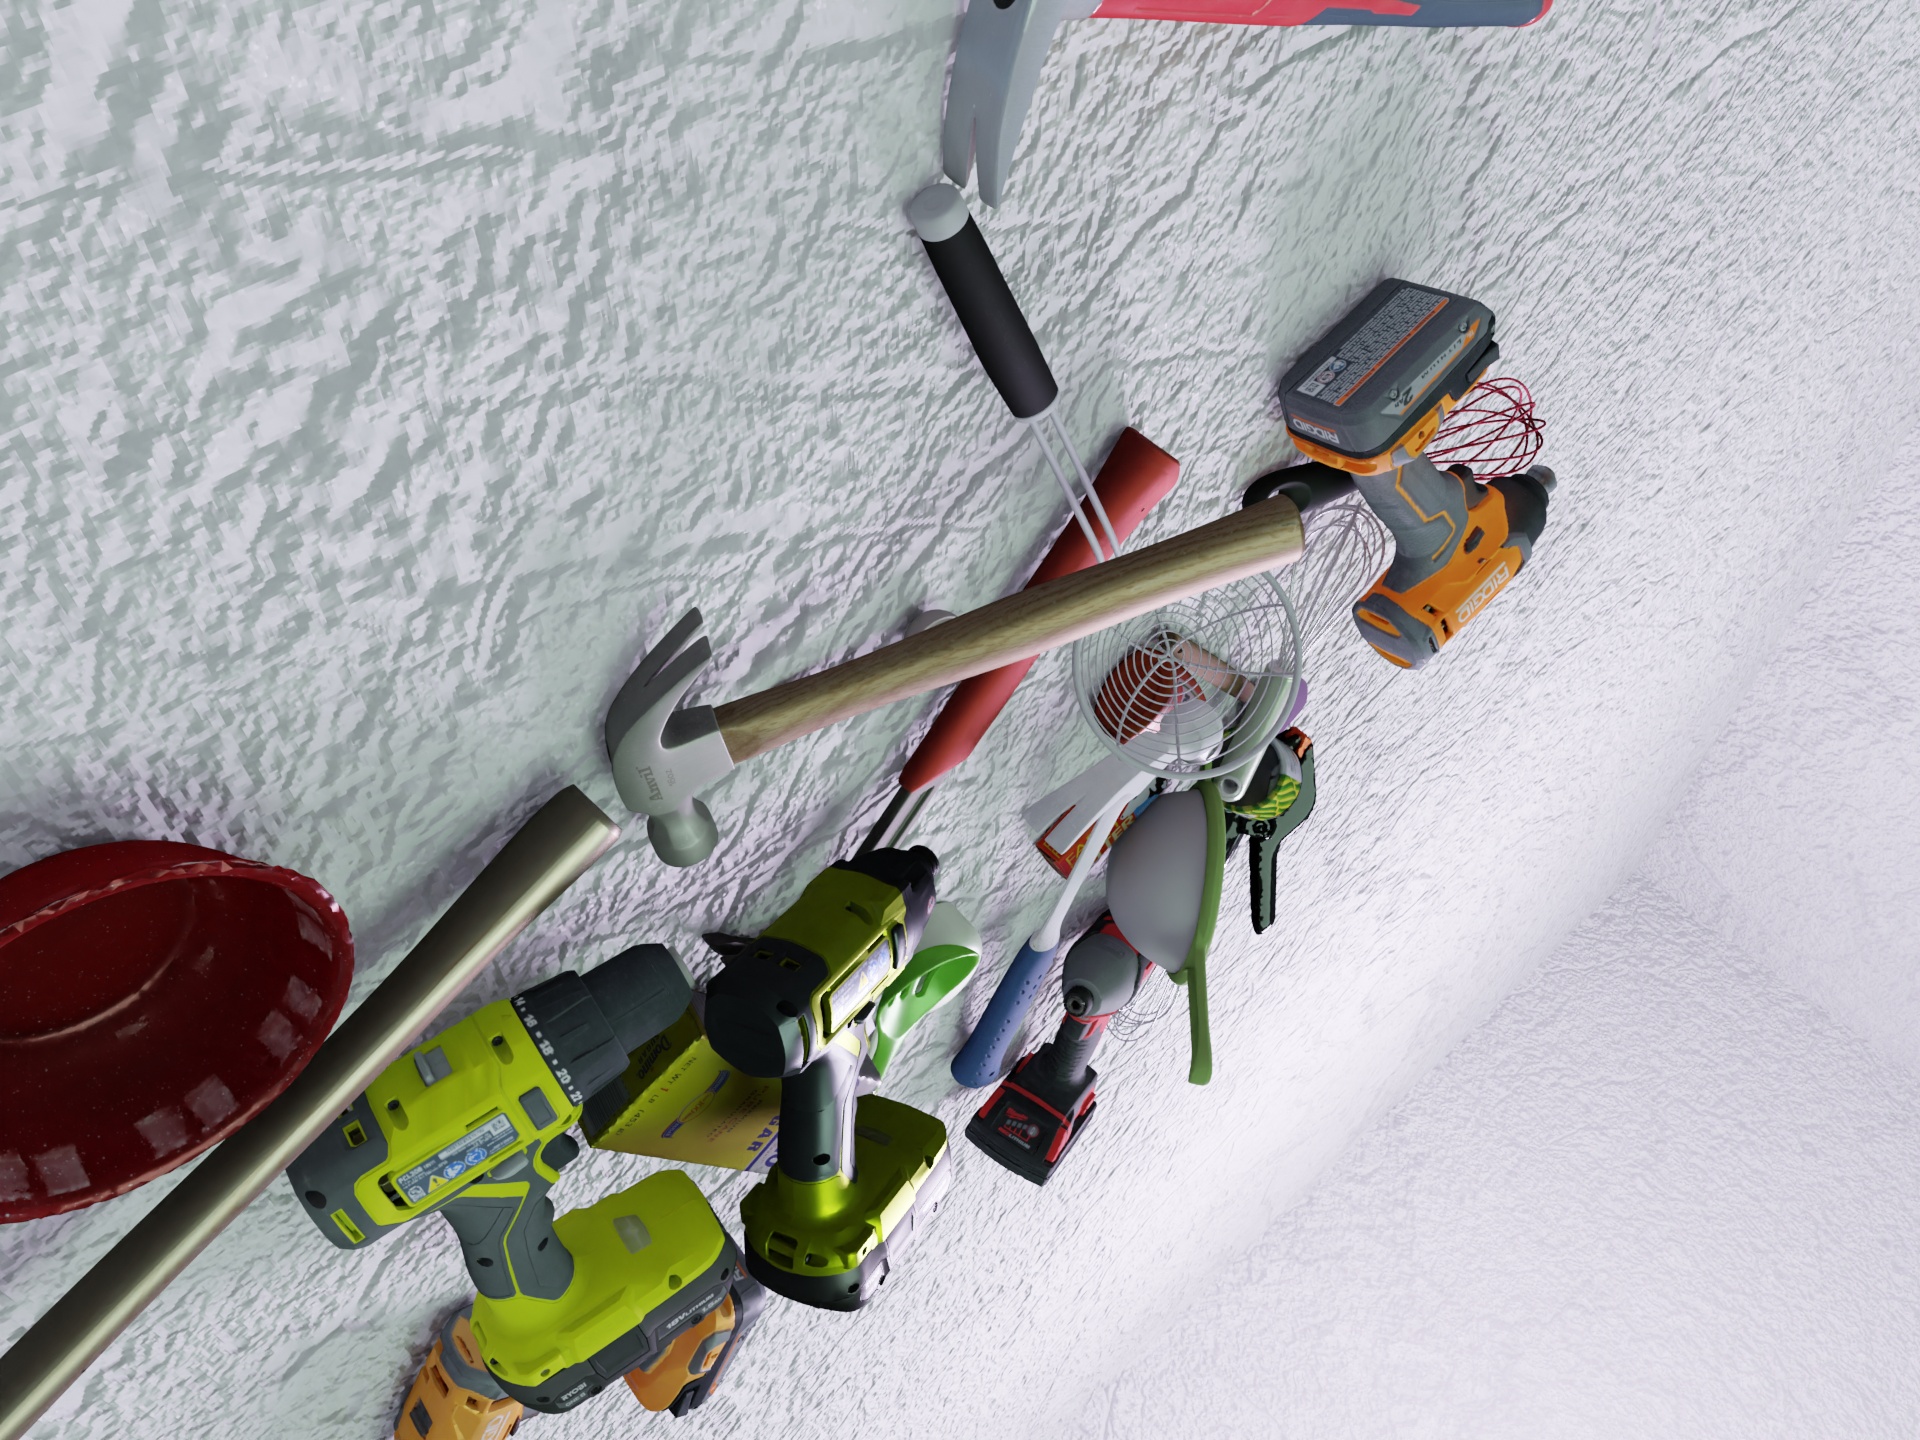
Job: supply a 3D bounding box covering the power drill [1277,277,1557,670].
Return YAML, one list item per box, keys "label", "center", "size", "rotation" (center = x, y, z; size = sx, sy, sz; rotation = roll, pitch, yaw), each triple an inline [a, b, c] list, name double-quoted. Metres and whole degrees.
- label: "power drill"
  center: [0.295, -0.157, 0.982]
  size: [0.164, 0.084, 0.226]
  rotation: [-44, 133, -10]

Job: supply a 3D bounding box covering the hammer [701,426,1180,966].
- label: "hammer"
  center: [-0.001, -0.003, 0.870]
  size: [0.359, 0.037, 0.149]
  rotation: [-56, 152, 15]

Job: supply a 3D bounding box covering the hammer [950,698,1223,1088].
- label: "hammer"
  center: [0.056, 0.146, 1.087]
  size: [0.144, 0.035, 0.405]
  rotation: [-29, 154, -35]

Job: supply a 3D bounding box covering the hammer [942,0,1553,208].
- label: "hammer"
  center: [0.148, -0.306, 0.694]
  size: [0.386, 0.038, 0.143]
  rotation: [-21, 143, -42]

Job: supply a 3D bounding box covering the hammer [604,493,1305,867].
- label: "hammer"
  center: [0.001, -0.035, 0.716]
  size: [0.331, 0.031, 0.129]
  rotation: [-21, 141, -6]

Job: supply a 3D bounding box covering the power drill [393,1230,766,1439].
- label: "power drill"
  center: [-0.252, 0.423, 1.011]
  size: [0.226, 0.084, 0.185]
  rotation: [-3, 129, -49]

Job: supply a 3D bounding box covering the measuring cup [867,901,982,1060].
- label: "measuring cup"
  center: [-0.032, 0.196, 1.076]
  size: [0.083, 0.038, 0.167]
  rotation: [-19, 138, -44]

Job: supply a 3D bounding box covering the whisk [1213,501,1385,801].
- label: "whisk"
  center: [0.230, -0.043, 1.114]
  size: [0.059, 0.058, 0.246]
  rotation: [-52, 164, -58]

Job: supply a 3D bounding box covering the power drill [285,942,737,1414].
- label: "power drill"
  center: [-0.194, 0.223, 0.782]
  size: [0.190, 0.080, 0.228]
  rotation: [-31, 132, -18]

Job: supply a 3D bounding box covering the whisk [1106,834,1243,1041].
- label: "whisk"
  center: [0.195, 0.147, 1.325]
  size: [0.070, 0.070, 0.284]
  rotation: [5, 118, -57]

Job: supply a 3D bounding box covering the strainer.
- label: "strainer"
  center: [0.139, 0.147, 1.117]
  size: [0.257, 0.069, 0.151]
  rotation: [-84, -176, -51]

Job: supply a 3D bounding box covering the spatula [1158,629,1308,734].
- label: "spatula"
  center: [0.201, -0.027, 1.148]
  size: [0.060, 0.018, 0.315]
  rotation: [-50, 154, 10]

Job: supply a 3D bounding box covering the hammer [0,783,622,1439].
- label: "hammer"
  center: [-0.289, 0.184, 0.628]
  size: [0.410, 0.038, 0.146]
  rotation: [-47, -164, -12]

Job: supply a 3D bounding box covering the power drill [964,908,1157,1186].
- label: "power drill"
  center: [0.088, 0.253, 1.261]
  size: [0.143, 0.078, 0.219]
  rotation: [-35, 151, -59]

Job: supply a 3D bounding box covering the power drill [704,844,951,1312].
- label: "power drill"
  center: [-0.059, 0.185, 0.851]
  size: [0.171, 0.080, 0.223]
  rotation: [-41, 138, -50]

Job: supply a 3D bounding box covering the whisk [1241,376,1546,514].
- label: "whisk"
  center: [0.293, -0.174, 1.055]
  size: [0.296, 0.073, 0.073]
  rotation: [-20, 142, -33]

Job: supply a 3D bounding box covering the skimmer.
- label: "skimmer"
  center: [0.072, -0.096, 0.742]
  size: [0.127, 0.090, 0.362]
  rotation: [-41, 143, -3]

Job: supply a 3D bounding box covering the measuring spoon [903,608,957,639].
- label: "measuring spoon"
  center: [-0.053, -0.028, 0.791]
  size: [0.124, 0.018, 0.034]
  rotation: [-24, 146, -27]

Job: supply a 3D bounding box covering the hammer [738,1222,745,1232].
- label: "hammer"
  center: [-0.099, 0.272, 1.086]
  size: [0.128, 0.033, 0.330]
  rotation: [-34, 149, -27]

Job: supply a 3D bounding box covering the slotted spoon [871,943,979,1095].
- label: "slotted spoon"
  center: [-0.073, 0.257, 1.040]
  size: [0.070, 0.031, 0.313]
  rotation: [-4, 131, -49]
